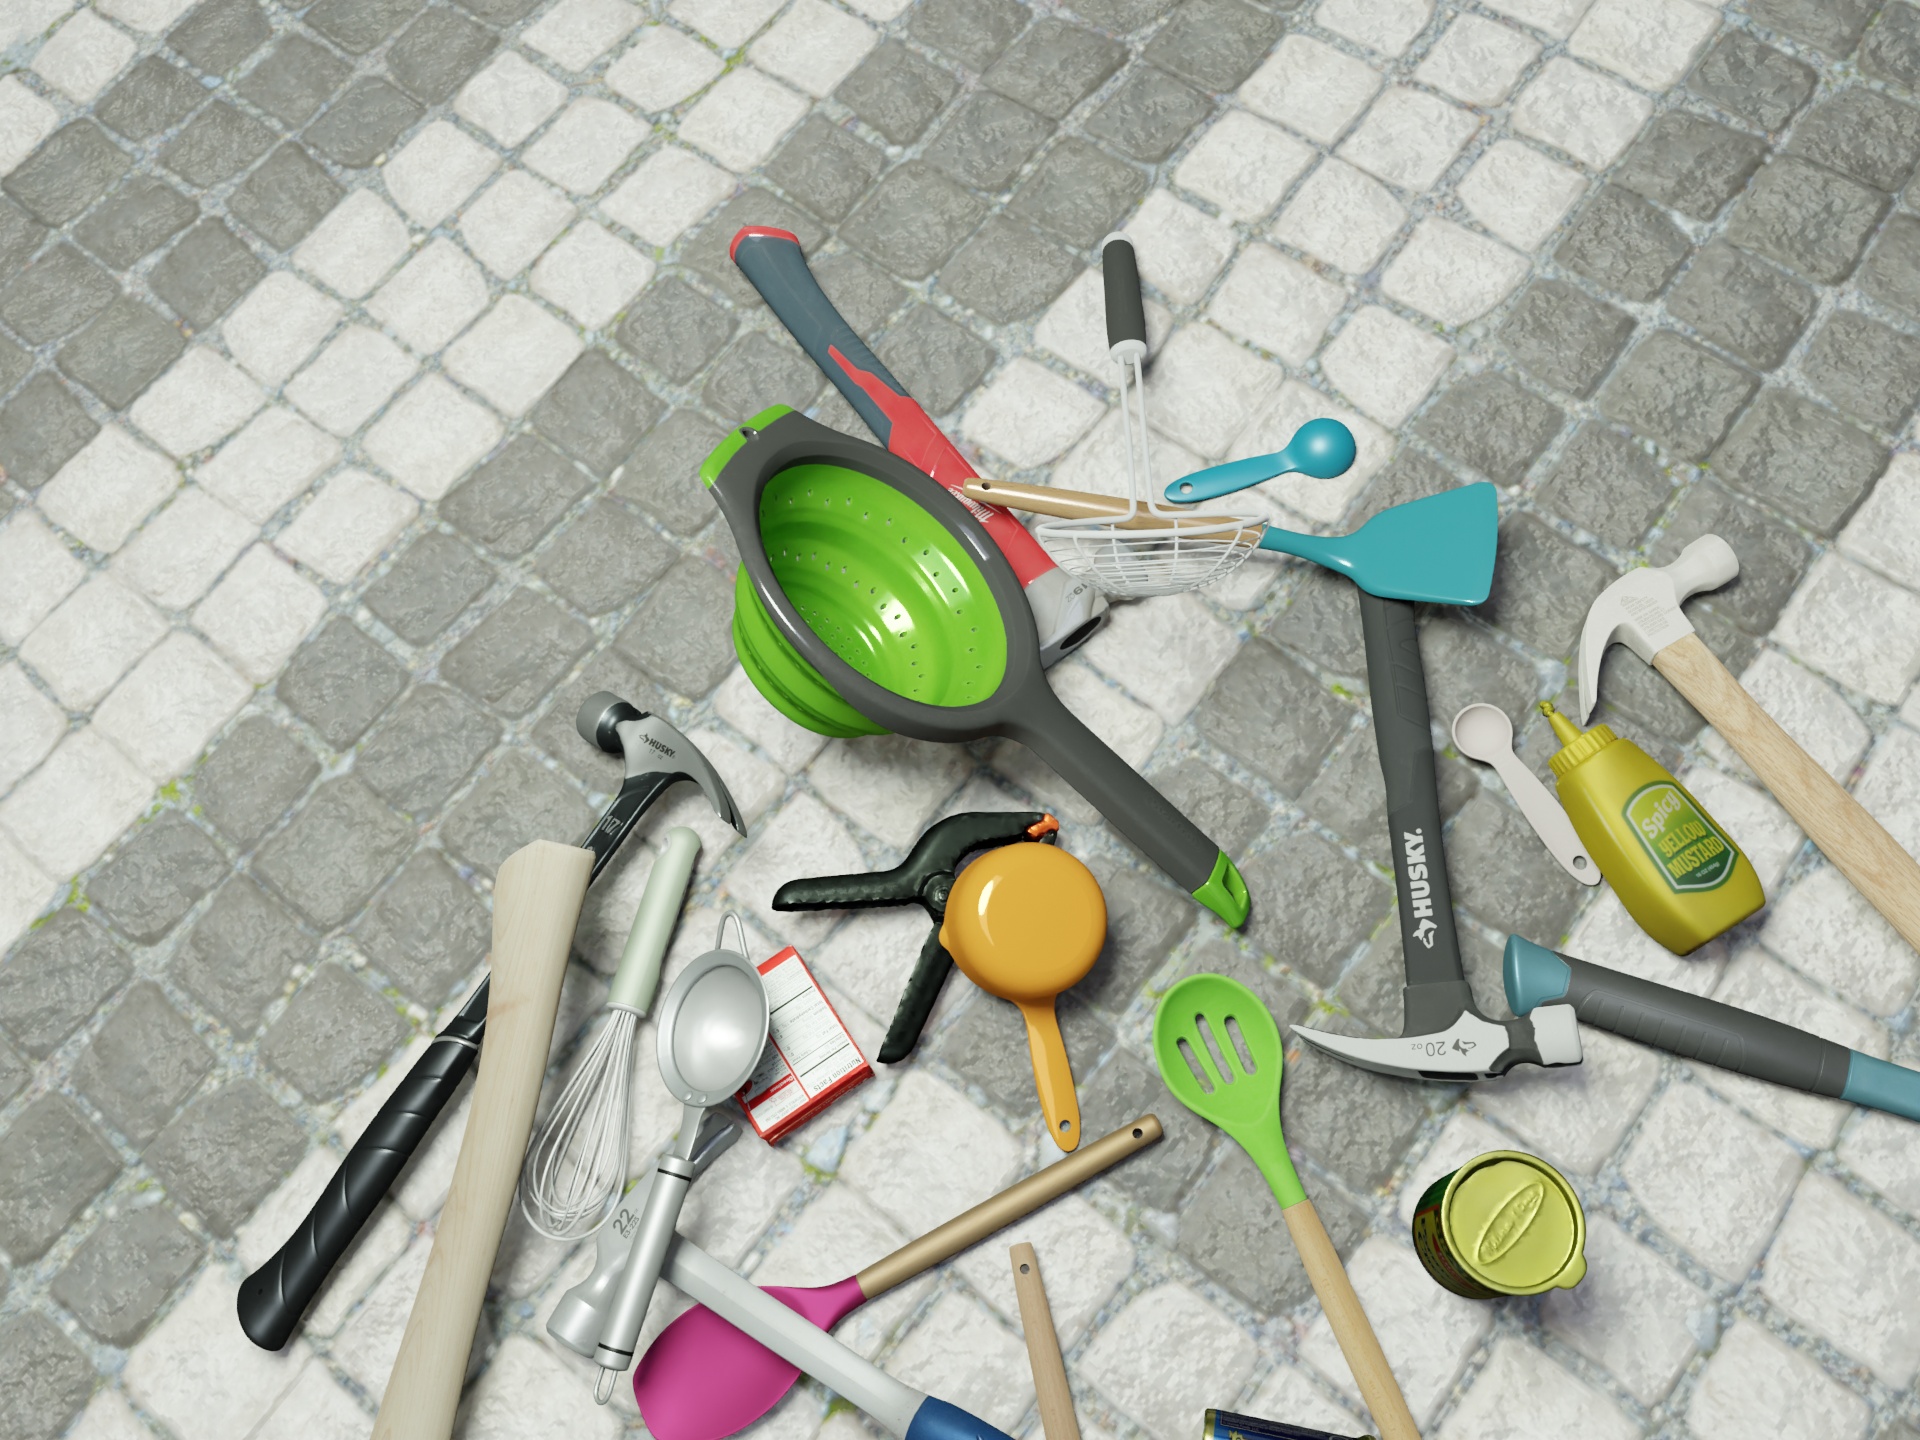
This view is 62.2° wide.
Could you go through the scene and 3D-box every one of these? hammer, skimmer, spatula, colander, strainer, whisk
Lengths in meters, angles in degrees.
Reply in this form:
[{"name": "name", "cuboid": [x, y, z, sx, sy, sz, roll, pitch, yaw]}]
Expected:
[{"name": "hammer", "cuboid": [0.455, 0.184, 0.846, 0.331, 0.033, 0.128, 17, 72, 13]}, {"name": "hammer", "cuboid": [0.253, 0.040, 0.914, 0.146, 0.035, 0.335, -11, 62, 21]}, {"name": "hammer", "cuboid": [-0.051, -0.185, 1.048, 0.143, 0.038, 0.387, -36, 69, -6]}, {"name": "skimmer", "cuboid": [0.106, -0.206, 0.957, 0.127, 0.090, 0.364, -3, 51, 4]}, {"name": "hammer", "cuboid": [-0.276, 0.174, 0.918, 0.149, 0.036, 0.409, 25, 76, 36]}, {"name": "hammer", "cuboid": [0.471, 0.043, 0.883, 0.130, 0.031, 0.332, -30, 61, -3]}, {"name": "hammer", "cuboid": [-0.027, 0.334, 0.784, 0.406, 0.035, 0.144, 20, 69, 31]}, {"name": "spatula", "cuboid": [0.068, 0.426, 0.802, 0.060, 0.018, 0.316, -13, 69, -2]}, {"name": "spatula", "cuboid": [0.157, -0.122, 0.961, 0.317, 0.044, 0.082, 9, 70, 5]}, {"name": "hammer", "cuboid": [-0.251, 0.269, 0.845, 0.146, 0.038, 0.411, 11, 83, 11]}, {"name": "colander", "cuboid": [-0.001, -0.003, 0.911, 0.397, 0.094, 0.205, 42, 37, -7]}, {"name": "strainer", "cuboid": [-0.149, 0.232, 0.852, 0.087, 0.050, 0.258, 1, 66, 40]}, {"name": "whisk", "cuboid": [-0.195, 0.176, 0.921, 0.059, 0.058, 0.246, 24, 66, -21]}]

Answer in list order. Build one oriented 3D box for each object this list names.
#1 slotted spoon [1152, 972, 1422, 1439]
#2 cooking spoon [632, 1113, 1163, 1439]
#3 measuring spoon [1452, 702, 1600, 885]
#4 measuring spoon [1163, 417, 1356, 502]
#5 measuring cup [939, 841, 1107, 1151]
[{"name": "slotted spoon", "cuboid": [0.187, 0.282, 0.842, 0.070, 0.031, 0.314, -22, 70, -5]}, {"name": "cooking spoon", "cuboid": [-0.031, 0.296, 0.865, 0.319, 0.017, 0.069, -28, 64, -4]}, {"name": "measuring spoon", "cuboid": [0.331, 0.045, 0.929, 0.034, 0.018, 0.124, -33, 75, -2]}, {"name": "measuring spoon", "cuboid": [0.192, -0.166, 1.020, 0.128, 0.021, 0.042, -17, 67, -2]}, {"name": "measuring cup", "cuboid": [0.047, 0.152, 0.879, 0.095, 0.052, 0.174, -10, 79, -12]}]
